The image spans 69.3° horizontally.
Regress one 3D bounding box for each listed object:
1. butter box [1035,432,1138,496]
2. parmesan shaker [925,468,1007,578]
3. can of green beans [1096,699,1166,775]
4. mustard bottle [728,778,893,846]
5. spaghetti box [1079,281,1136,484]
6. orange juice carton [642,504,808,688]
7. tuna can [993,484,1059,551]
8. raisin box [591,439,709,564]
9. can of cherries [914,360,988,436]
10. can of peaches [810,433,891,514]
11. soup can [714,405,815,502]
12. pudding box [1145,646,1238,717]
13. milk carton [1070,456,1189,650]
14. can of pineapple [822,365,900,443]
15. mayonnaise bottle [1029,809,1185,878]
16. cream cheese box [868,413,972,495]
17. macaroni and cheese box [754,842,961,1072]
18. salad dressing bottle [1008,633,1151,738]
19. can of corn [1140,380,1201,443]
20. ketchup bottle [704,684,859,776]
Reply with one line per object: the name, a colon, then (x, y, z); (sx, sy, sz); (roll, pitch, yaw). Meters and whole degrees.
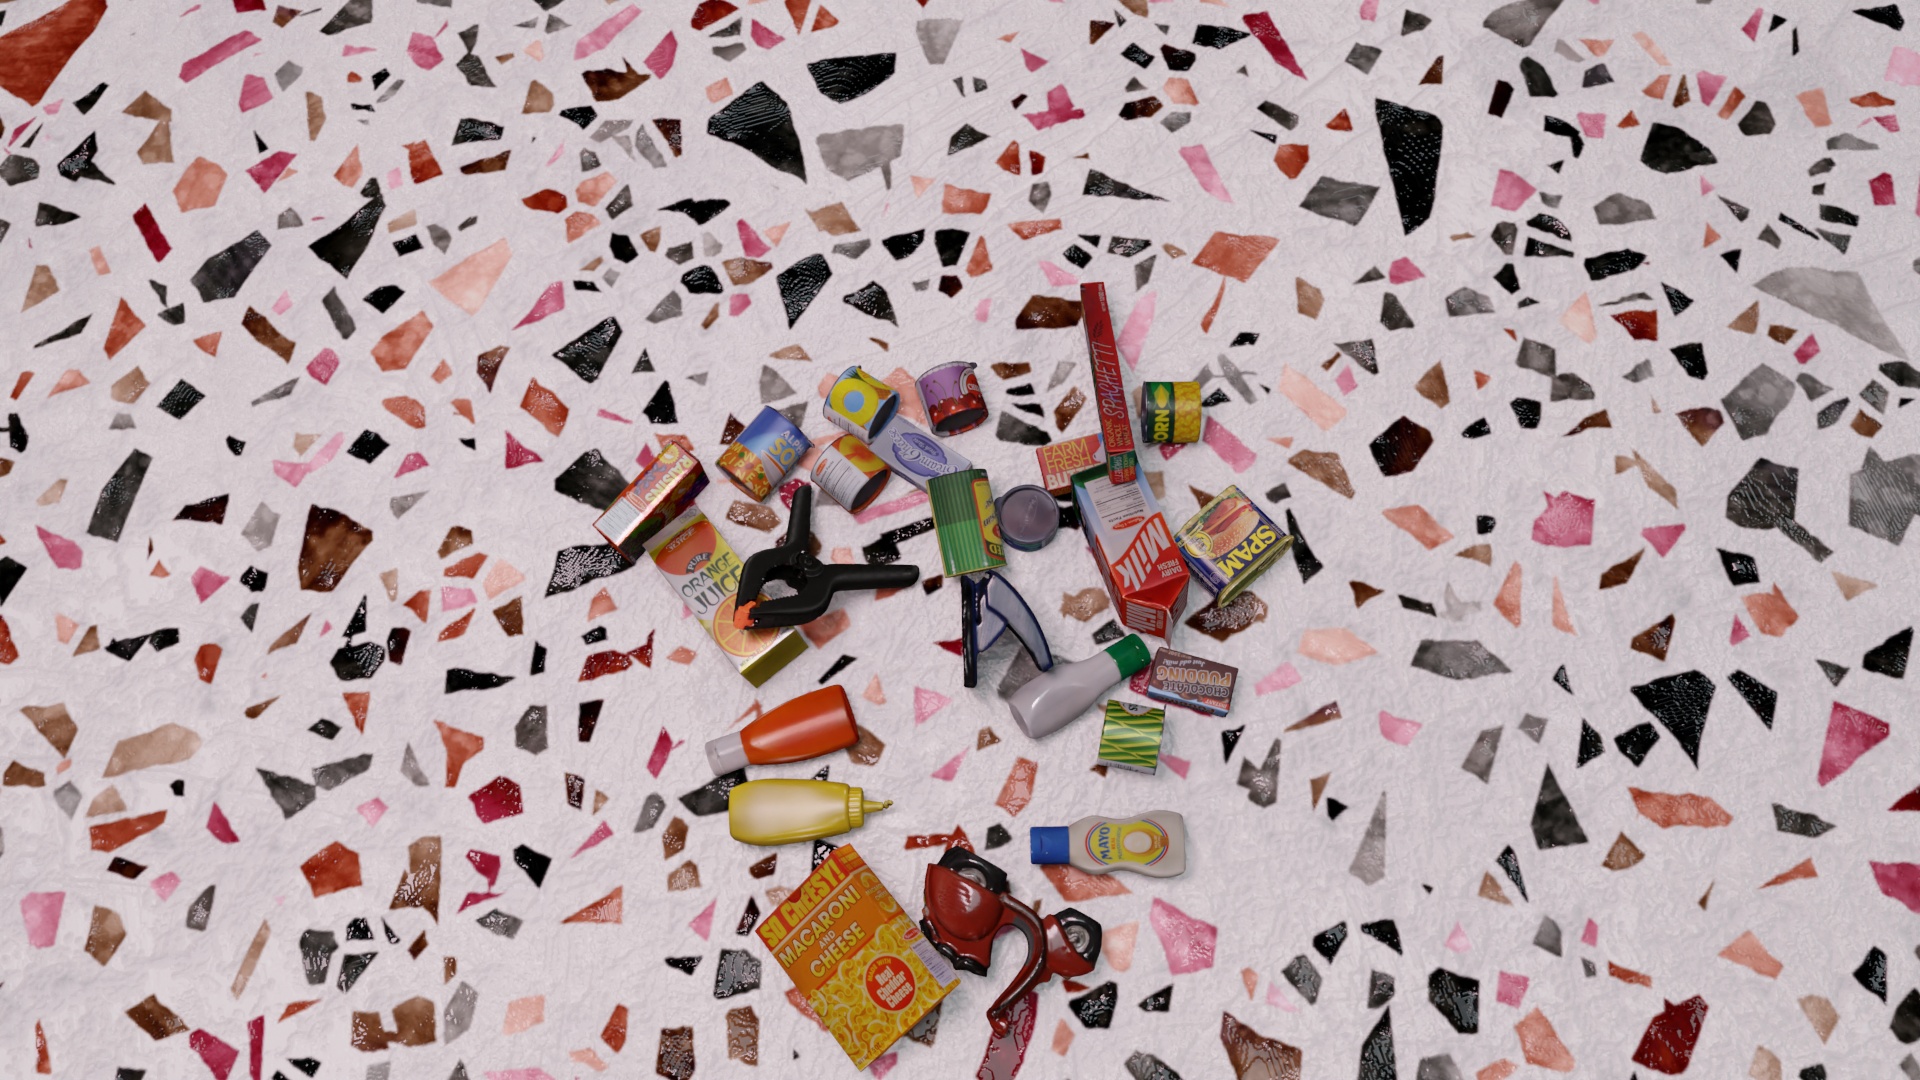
butter box: (0.135, -0.084, 1.481); (0.103, 0.024, 0.053); (-14, 71, -2)
parmesan shaker: (0.005, -0.018, 1.428); (0.071, 0.071, 0.103); (-12, 87, -1)
can of green beans: (0.168, 0.193, 1.365); (0.058, 0.071, 0.071); (10, 73, 7)
mustard bottle: (-0.145, 0.266, 1.367); (0.160, 0.048, 0.065); (-2, 72, 2)
spaghetti box: (0.153, -0.169, 1.454); (0.029, 0.050, 0.251); (-8, 52, 4)
orange juice carton: (-0.246, 0.052, 1.430); (0.072, 0.073, 0.193); (-38, 73, -8)
tuna can: (0.069, -0.024, 1.460); (0.071, 0.032, 0.071); (-1, 72, 3)
raisin box: (-0.323, -0.040, 1.458); (0.040, 0.086, 0.123); (40, 78, 8)
can of cherries: (-0.007, -0.152, 1.488); (0.071, 0.071, 0.058); (-18, 72, -3)
can of peaches: (-0.114, -0.071, 1.470); (0.058, 0.071, 0.071); (40, 78, 14)
soup can: (-0.208, -0.090, 1.479); (0.071, 0.071, 0.084); (37, 78, 13)
pudding box: (0.232, 0.143, 1.397); (0.084, 0.030, 0.050); (15, 74, 8)
milk carton: (0.178, 0.016, 1.406); (0.073, 0.072, 0.191); (-19, 61, -3)
can of pineapple: (-0.105, -0.147, 1.493); (0.058, 0.071, 0.071); (32, 76, 11)
mayonnaise bottle: (0.142, 0.295, 1.345); (0.148, 0.041, 0.065); (-1, 73, 2)
cream cheese box: (-0.043, -0.087, 1.491); (0.104, 0.024, 0.053); (34, 77, 13)
macaroni and cheese box: (-0.099, 0.389, 1.301); (0.123, 0.040, 0.167); (-47, 73, 17)
salad dressing bottle: (0.121, 0.143, 1.390); (0.148, 0.064, 0.044); (-28, 42, -14)
can of corn: (0.223, -0.134, 1.470); (0.058, 0.071, 0.071); (0, 72, 3)
ketchup bottle: (-0.180, 0.196, 1.394); (0.149, 0.043, 0.065); (-18, 71, -3)
